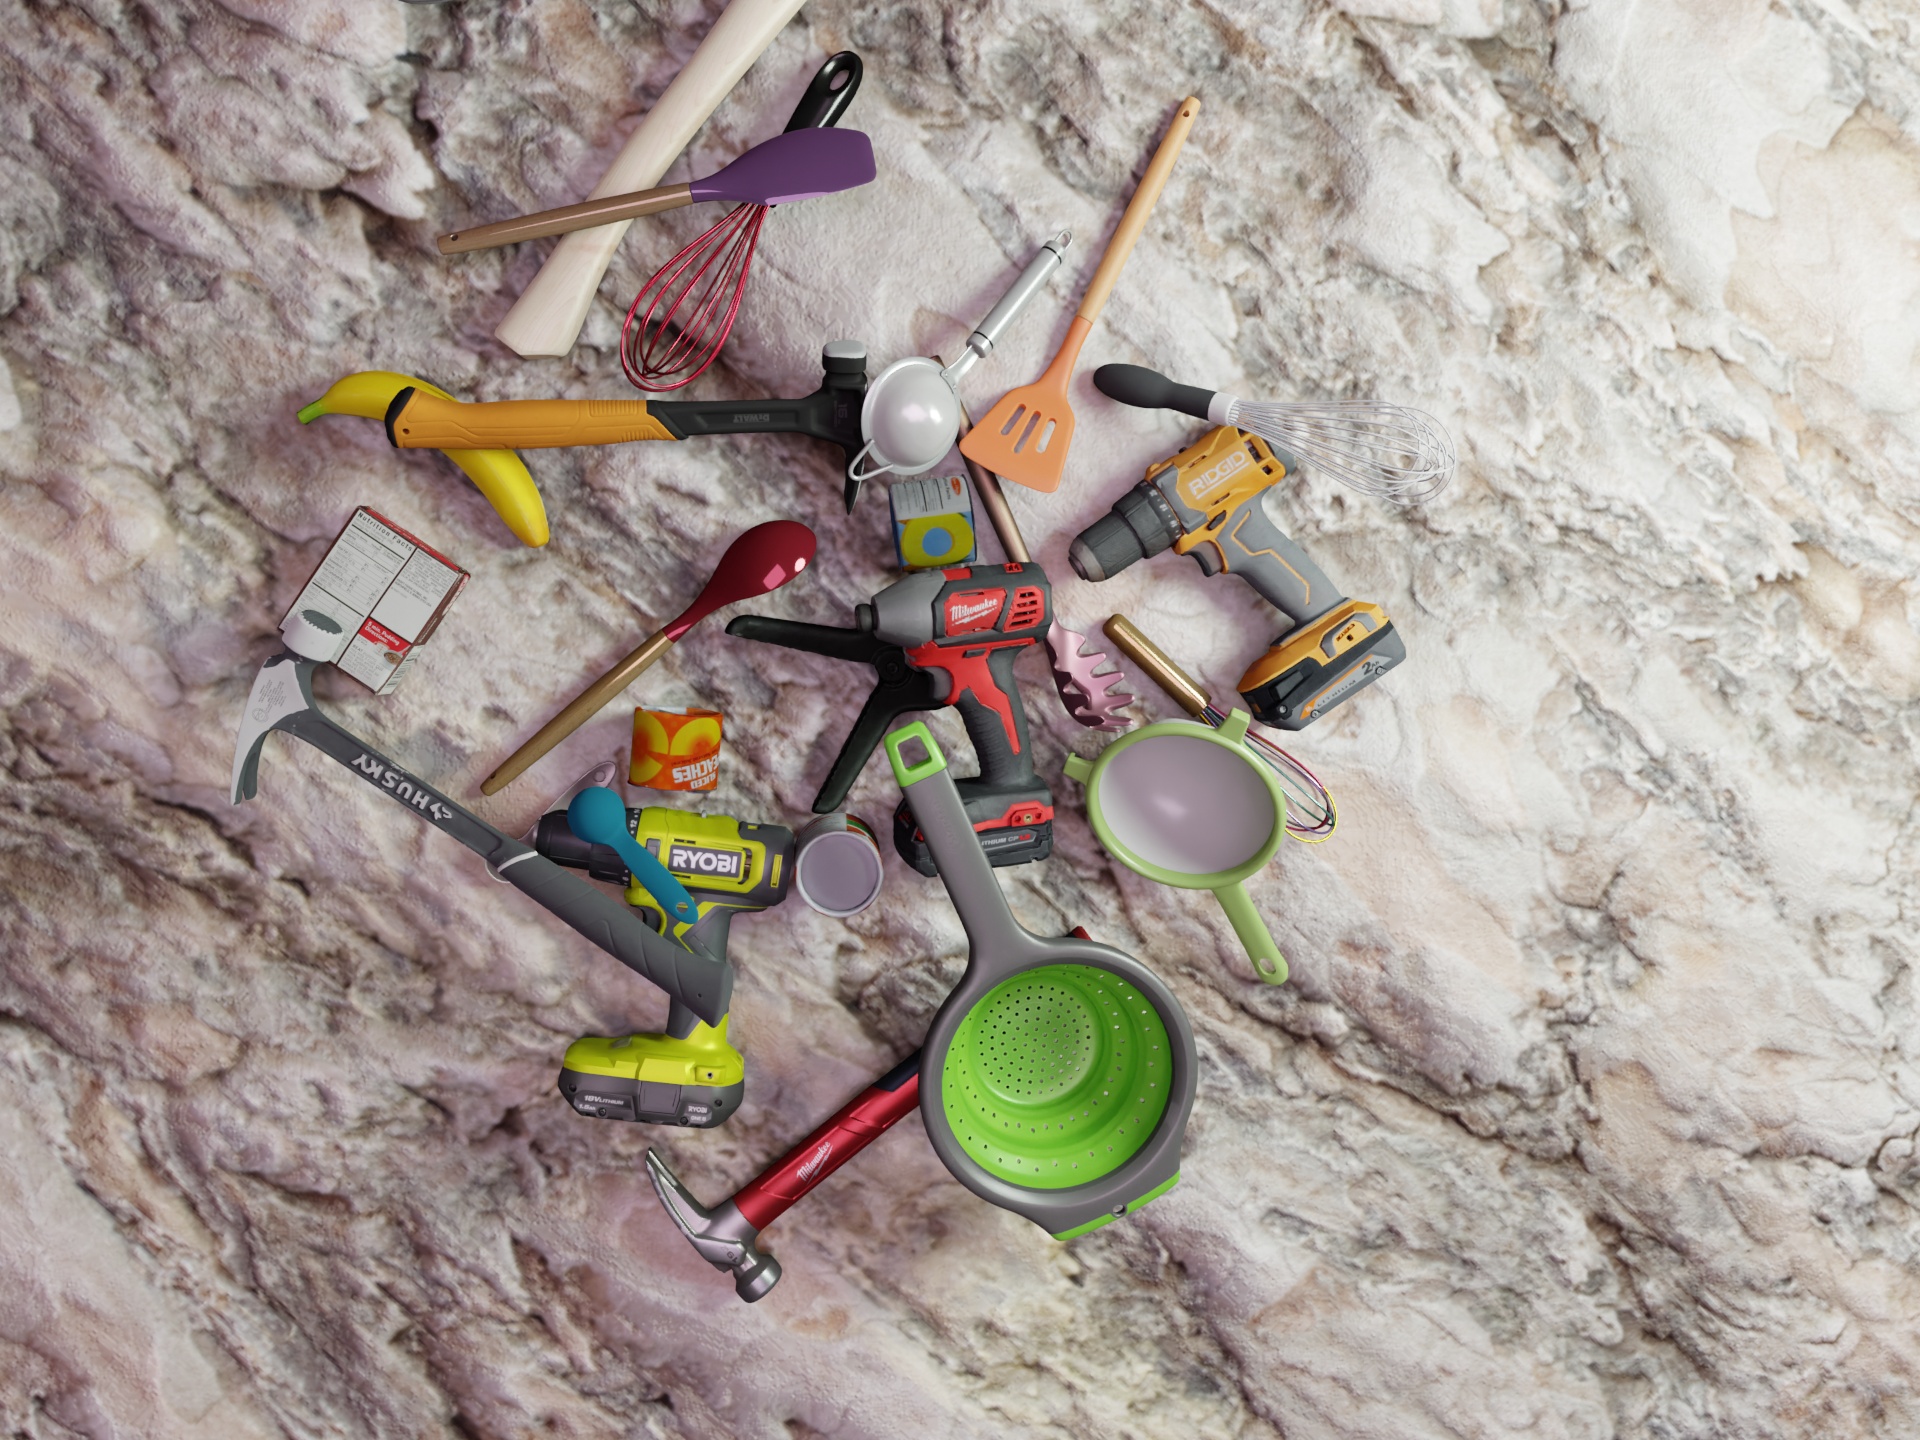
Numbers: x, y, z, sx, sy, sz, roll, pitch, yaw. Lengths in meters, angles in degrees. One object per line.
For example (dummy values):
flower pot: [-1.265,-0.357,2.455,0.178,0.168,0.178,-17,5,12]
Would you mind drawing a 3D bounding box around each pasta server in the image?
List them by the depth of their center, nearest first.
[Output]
pasta server: [0.048,-0.132,1.208,0.040,0.060,0.316,-21,96,37]

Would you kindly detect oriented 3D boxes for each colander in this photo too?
colander: [0.032,0.178,1.161,0.204,0.094,0.397,-25,101,-5]

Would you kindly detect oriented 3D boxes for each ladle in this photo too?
ladle: [-0.237,-0.047,1.186,0.315,0.069,0.031,-40,138,4]

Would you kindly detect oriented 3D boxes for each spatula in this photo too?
spatula: [-0.216,-0.371,1.129,0.316,0.018,0.060,-12,71,1]
spatula: [0.104,-0.324,1.194,0.081,0.041,0.322,26,91,5]

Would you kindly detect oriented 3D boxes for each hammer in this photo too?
hammer: [-0.336,0.094,1.134,0.409,0.036,0.149,34,101,0]
hammer: [-0.234,-0.207,1.139,0.337,0.034,0.127,-2,124,-8]
hammer: [-0.214,-0.442,1.154,0.146,0.038,0.410,36,91,-6]
hammer: [-0.058,0.278,1.235,0.386,0.038,0.143,-38,96,-1]

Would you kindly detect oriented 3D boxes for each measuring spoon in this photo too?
measuring spoon: [-0.234,0.098,1.141,0.042,0.021,0.128,-44,83,-4]
measuring spoon: [-0.309,0.074,1.205,0.124,0.018,0.034,-43,113,-7]

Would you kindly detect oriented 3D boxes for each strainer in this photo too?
strainer: [0.010,-0.271,1.169,0.258,0.050,0.086,-53,131,-15]
strainer: [0.200,0.092,1.230,0.151,0.069,0.256,-17,117,28]

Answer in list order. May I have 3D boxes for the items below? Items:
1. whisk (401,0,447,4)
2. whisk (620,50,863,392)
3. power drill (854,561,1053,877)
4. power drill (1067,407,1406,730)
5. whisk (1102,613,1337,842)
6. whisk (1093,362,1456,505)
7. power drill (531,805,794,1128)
whisk: [-0.301,-0.535,1.120,0.239,0.055,0.055,0,95,1]
whisk: [-0.156,-0.366,1.159,0.073,0.073,0.296,33,85,-8]
power drill: [-0.002,-0.004,1.170,0.143,0.079,0.219,-7,106,-14]
power drill: [0.207,-0.100,1.208,0.185,0.084,0.226,-33,93,-2]
whisk: [0.202,0.007,1.235,0.245,0.051,0.047,43,96,-5]
whisk: [0.219,-0.216,1.149,0.285,0.070,0.070,21,93,28]
power drill: [-0.233,0.177,1.190,0.190,0.080,0.228,8,92,-7]
